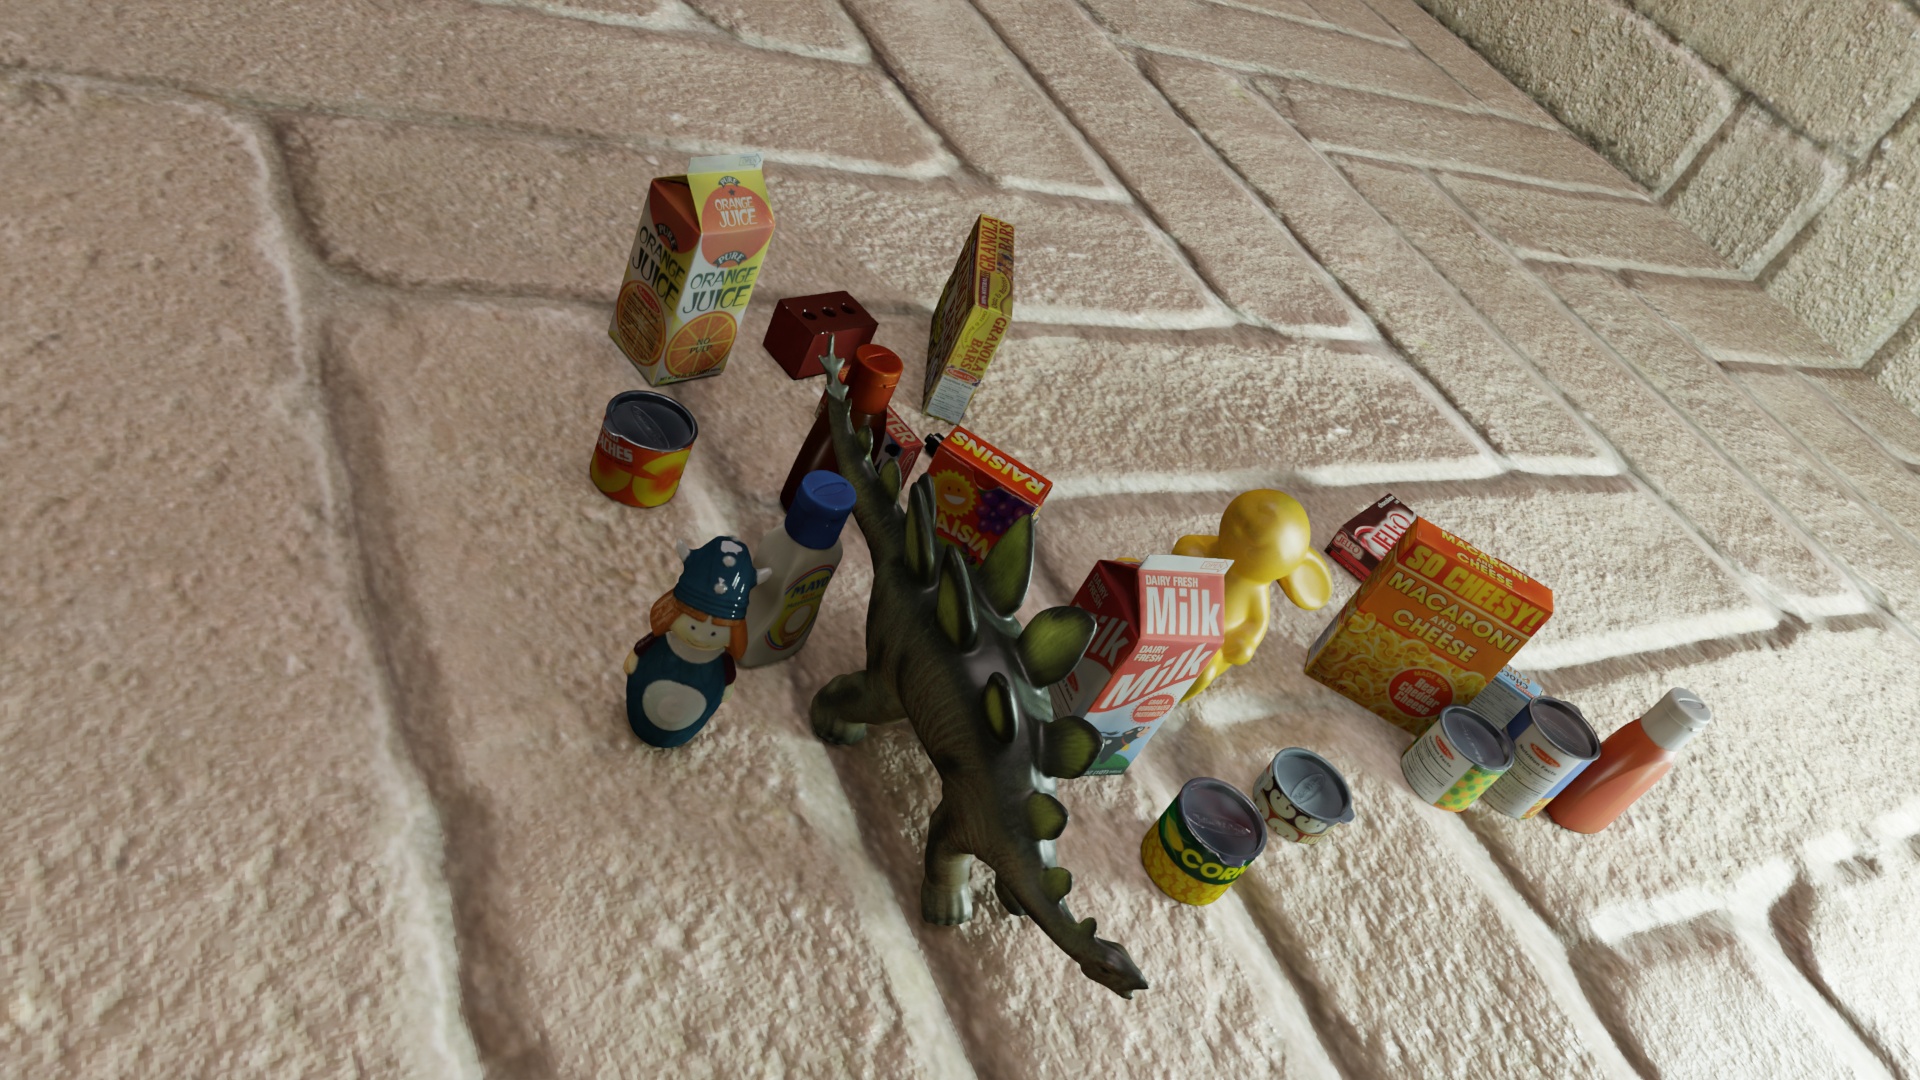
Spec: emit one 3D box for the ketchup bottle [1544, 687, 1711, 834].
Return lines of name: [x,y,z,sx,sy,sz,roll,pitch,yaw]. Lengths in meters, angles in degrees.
ketchup bottle: [0.543,0.180,1.128,0.065,0.148,0.044,9,41,-24]

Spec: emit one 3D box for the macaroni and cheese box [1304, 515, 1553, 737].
macaroni and cheese box: [0.378,0.074,1.132,0.124,0.165,0.040,29,37,1]

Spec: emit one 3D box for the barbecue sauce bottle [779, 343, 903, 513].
barbecue sauce bottle: [-0.085,-0.078,1.037,0.065,0.147,0.044,-16,55,-42]

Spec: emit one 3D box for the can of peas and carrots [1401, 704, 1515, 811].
can of peas and carrots: [0.401,0.175,1.118,0.071,0.058,0.071,17,39,-14]

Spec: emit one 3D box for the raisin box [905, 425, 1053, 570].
raisin box: [0.004,-0.013,1.037,0.086,0.122,0.040,33,37,6]

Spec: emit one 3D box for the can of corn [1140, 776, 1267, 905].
can of corn: [0.164,0.206,0.937,0.071,0.058,0.071,17,39,-14]

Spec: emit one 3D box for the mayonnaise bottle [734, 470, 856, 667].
mayonnaise bottle: [-0.109,0.019,0.910,0.065,0.147,0.041,-19,57,-44]

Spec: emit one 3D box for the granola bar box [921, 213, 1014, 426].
granola bar box: [0.007,-0.202,1.256,0.039,0.123,0.166,19,38,-12]

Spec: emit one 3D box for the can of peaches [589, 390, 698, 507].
can of peaches: [-0.232,-0.066,1.005,0.071,0.057,0.071,17,39,-14]

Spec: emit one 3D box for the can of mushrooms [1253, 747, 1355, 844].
can of mushrooms: [0.255,0.191,1.030,0.071,0.033,0.071,17,39,-14]

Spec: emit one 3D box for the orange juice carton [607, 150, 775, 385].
orange juice carton: [-0.208,-0.220,1.088,0.072,0.191,0.073,-19,57,-44]

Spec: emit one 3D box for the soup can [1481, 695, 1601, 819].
soup can: [0.470,0.177,1.139,0.071,0.083,0.072,17,39,-14]

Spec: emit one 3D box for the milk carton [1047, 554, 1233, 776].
milk carton: [0.112,0.076,0.946,0.072,0.189,0.074,3,44,-29]

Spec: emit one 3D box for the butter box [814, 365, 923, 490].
butter box: [-0.076,-0.091,1.135,0.024,0.052,0.104,-16,55,-42]

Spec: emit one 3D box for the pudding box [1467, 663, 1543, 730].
pudding box: [0.459,0.126,1.219,0.084,0.049,0.030,37,38,12]
